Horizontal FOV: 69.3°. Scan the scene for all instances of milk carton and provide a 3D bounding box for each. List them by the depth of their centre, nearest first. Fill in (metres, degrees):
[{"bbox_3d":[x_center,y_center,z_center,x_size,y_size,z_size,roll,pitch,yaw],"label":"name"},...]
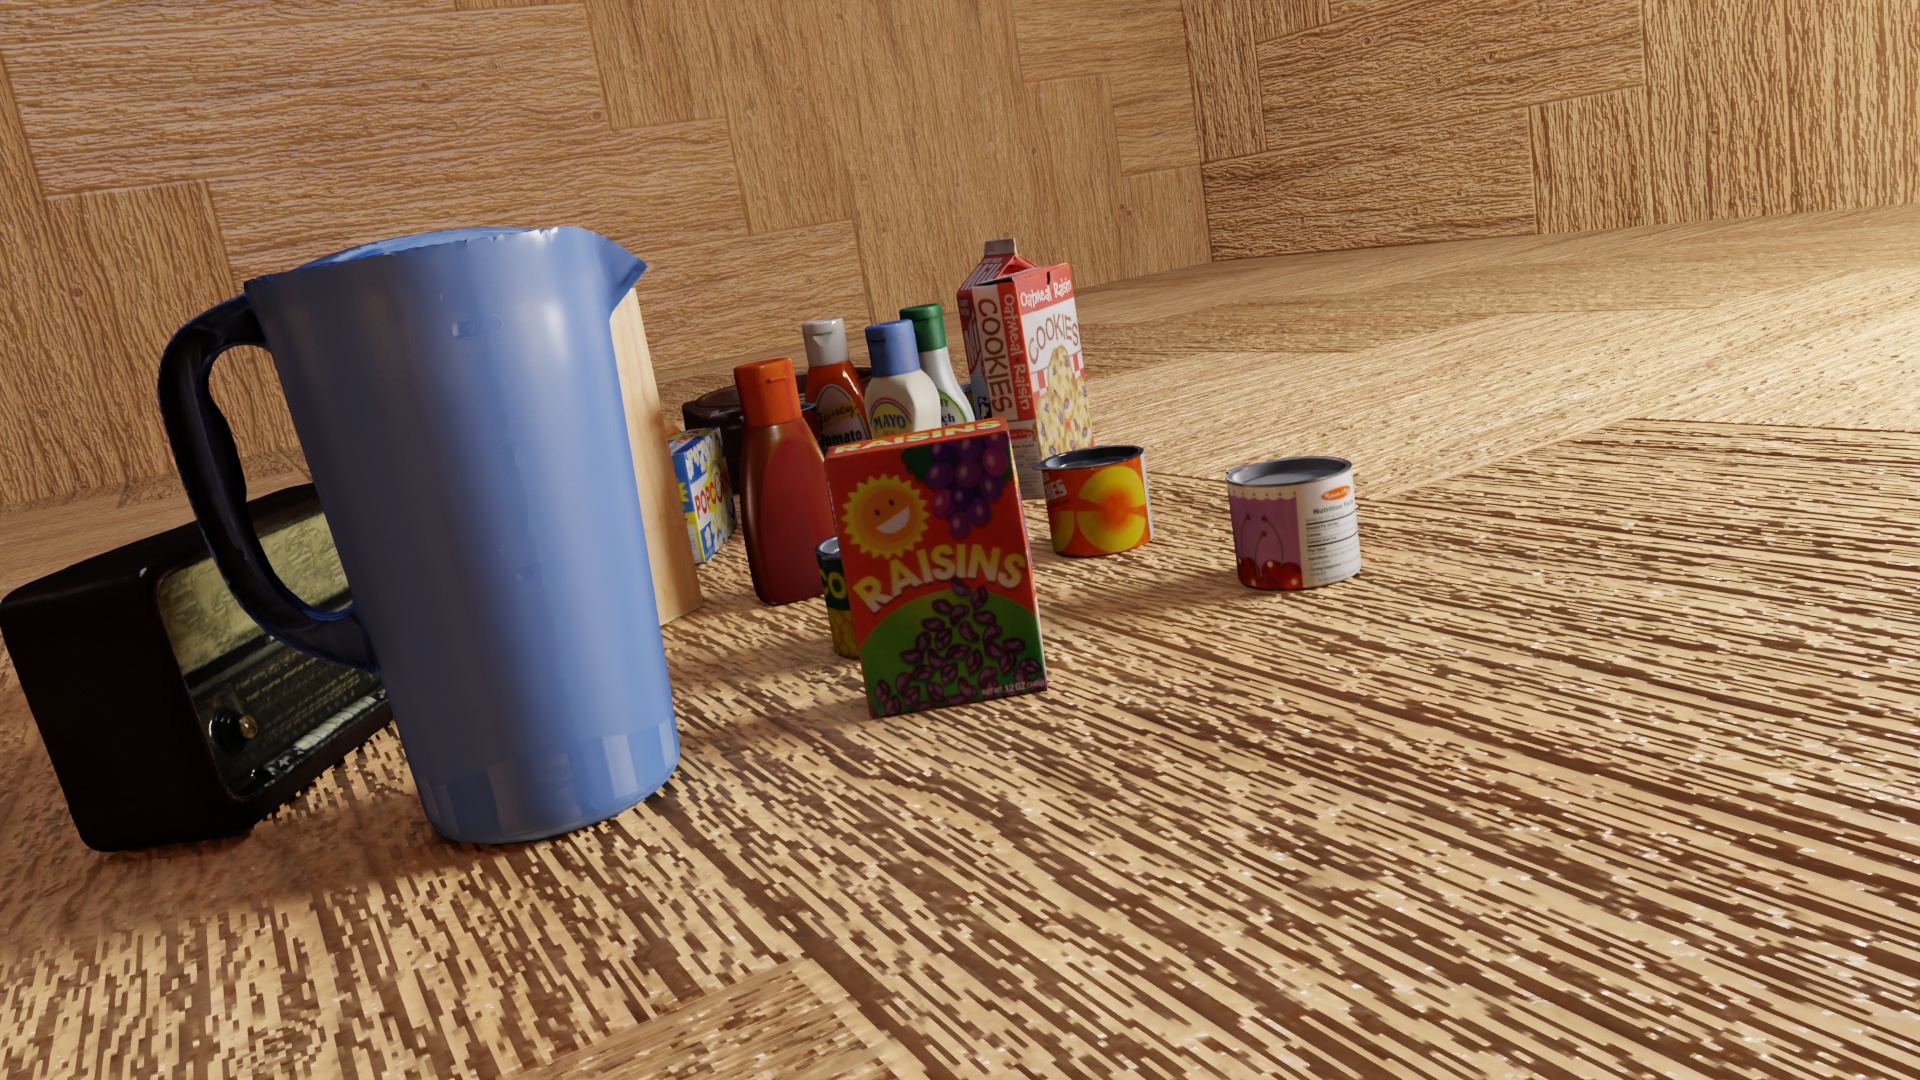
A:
[{"bbox_3d":[0.049,-0.178,1.262,0.073,0.190,0.072,-14,13,-20],"label":"milk carton"}]

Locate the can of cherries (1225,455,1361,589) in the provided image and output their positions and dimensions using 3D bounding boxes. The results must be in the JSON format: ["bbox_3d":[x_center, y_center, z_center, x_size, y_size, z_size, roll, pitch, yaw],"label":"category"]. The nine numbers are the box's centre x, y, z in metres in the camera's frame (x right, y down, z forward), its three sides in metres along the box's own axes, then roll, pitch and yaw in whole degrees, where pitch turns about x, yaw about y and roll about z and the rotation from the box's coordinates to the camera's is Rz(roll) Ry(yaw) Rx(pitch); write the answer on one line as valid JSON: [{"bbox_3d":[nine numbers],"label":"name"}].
[{"bbox_3d":[0.177,-0.010,0.745,0.071,0.058,0.071,-9,13,2],"label":"can of cherries"}]

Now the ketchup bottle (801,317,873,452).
[{"bbox_3d":[-0.108,-0.118,1.212,0.065,0.148,0.043,-9,12,2],"label":"ketchup bottle"}]

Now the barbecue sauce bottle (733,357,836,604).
[{"bbox_3d":[-0.110,-0.038,0.869,0.065,0.148,0.043,-17,14,-30],"label":"barbecue sauce bottle"}]

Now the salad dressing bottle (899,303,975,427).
[{"bbox_3d":[-0.024,-0.129,1.201,0.064,0.147,0.044,-8,12,6],"label":"salad dressing bottle"}]

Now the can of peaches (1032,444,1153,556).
[{"bbox_3d":[0.084,-0.025,0.876,0.071,0.058,0.071,-9,13,2],"label":"can of peaches"}]

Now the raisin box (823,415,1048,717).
[{"bbox_3d":[-0.010,0.012,0.638,0.086,0.123,0.040,-9,12,0],"label":"raisin box"}]

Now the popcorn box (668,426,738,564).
[{"bbox_3d":[-0.207,-0.035,1.066,0.038,0.085,0.127,-9,13,4],"label":"popcorn box"}]

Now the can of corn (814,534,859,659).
[{"bbox_3d":[-0.042,0.027,0.742,0.071,0.058,0.071,-9,13,2],"label":"can of corn"}]

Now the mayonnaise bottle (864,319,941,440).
[{"bbox_3d":[-0.043,-0.090,1.045,0.064,0.147,0.041,0,16,37],"label":"mayonnaise bottle"}]

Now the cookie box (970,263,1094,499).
[{"bbox_3d":[0.061,-0.128,1.090,0.040,0.167,0.123,-4,14,25],"label":"cookie box"}]

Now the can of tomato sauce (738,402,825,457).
[{"bbox_3d":[-0.148,-0.069,1.174,0.071,0.083,0.071,-9,13,2],"label":"can of tomato sauce"}]

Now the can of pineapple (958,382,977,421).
[{"bbox_3d":[0.010,-0.121,1.340,0.071,0.057,0.071,-9,13,2],"label":"can of pineapple"}]
